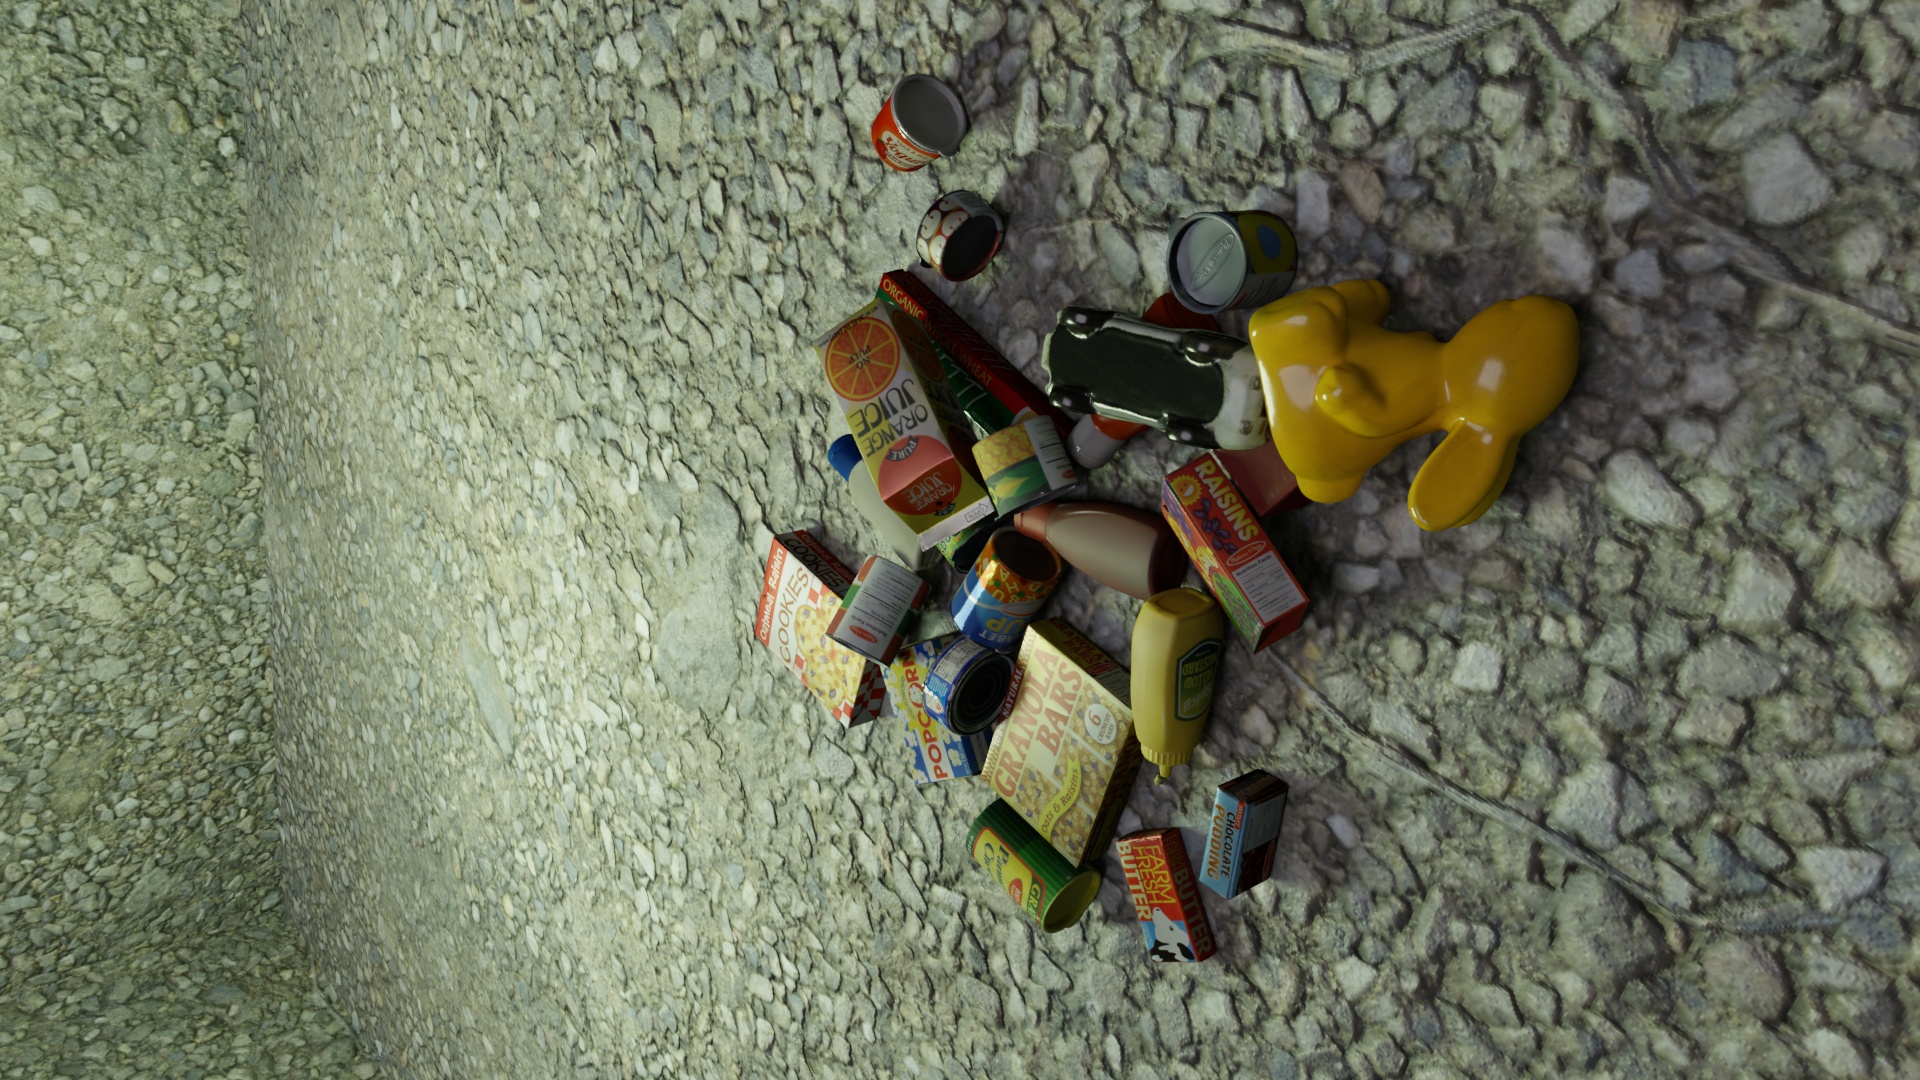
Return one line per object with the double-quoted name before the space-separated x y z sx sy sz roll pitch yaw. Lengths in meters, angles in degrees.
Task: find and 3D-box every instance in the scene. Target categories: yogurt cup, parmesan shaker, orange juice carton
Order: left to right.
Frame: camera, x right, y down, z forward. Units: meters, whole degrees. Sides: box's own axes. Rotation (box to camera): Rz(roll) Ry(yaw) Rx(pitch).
"orange juice carton" -0.039 -0.090 1.110 0.071 0.073 0.193 -31 72 20
"yogurt cup" -0.036 -0.333 1.119 0.053 0.072 0.072 -23 83 57
"parmesan shaker" 0.060 0.274 1.177 0.103 0.071 0.071 39 127 35

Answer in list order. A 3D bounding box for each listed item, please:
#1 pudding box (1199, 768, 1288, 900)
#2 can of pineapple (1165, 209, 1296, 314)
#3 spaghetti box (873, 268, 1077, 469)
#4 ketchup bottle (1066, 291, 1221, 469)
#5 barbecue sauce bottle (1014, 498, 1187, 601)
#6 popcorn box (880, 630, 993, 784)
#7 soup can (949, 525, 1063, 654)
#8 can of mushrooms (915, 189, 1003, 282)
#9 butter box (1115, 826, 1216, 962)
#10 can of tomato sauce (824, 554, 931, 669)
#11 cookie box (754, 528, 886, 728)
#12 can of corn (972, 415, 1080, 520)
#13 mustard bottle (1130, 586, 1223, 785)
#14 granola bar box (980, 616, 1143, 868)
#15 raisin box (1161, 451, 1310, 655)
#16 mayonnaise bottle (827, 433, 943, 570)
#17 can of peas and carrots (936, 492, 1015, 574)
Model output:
"pudding box" 0.205 0.213 1.008 0.030 0.050 0.083 26 119 43
"can of pineapple" 0.179 -0.187 0.920 0.071 0.058 0.070 16 112 45
"spaghetti box" 0.009 -0.138 1.148 0.251 0.029 0.050 46 130 30
"ketchup bottle" 0.129 -0.110 1.009 0.148 0.044 0.065 -51 61 43
"barbecue sauce bottle" 0.104 -0.002 1.067 0.148 0.044 0.064 22 118 44
"popcorn box" -0.020 0.152 1.253 0.085 0.038 0.126 -21 85 49
"soup can" 0.039 0.040 1.134 0.071 0.071 0.083 52 134 25
"can of mushrooms" -0.001 -0.239 1.102 0.033 0.071 0.070 44 130 29
"butter box" 0.161 0.280 1.096 0.053 0.024 0.103 -21 85 50
"can of tomato sauce" -0.073 0.063 1.242 0.071 0.071 0.083 19 77 44
"cookie box" -0.134 0.084 1.360 0.168 0.040 0.122 40 128 35
"can of corn" 0.047 -0.055 1.053 0.071 0.071 0.058 -28 83 48
"mustard bottle" 0.158 0.115 1.028 0.049 0.065 0.159 28 127 45
"granola bar box" 0.088 0.163 1.135 0.124 0.039 0.164 39 127 34
"raisin box" 0.185 0.010 0.950 0.123 0.040 0.086 60 179 18
"mayonnaise bottle" -0.065 -0.040 1.250 0.148 0.041 0.064 46 130 31
"can of peas and carrots" 0.004 -0.014 1.155 0.059 0.071 0.070 51 133 27
